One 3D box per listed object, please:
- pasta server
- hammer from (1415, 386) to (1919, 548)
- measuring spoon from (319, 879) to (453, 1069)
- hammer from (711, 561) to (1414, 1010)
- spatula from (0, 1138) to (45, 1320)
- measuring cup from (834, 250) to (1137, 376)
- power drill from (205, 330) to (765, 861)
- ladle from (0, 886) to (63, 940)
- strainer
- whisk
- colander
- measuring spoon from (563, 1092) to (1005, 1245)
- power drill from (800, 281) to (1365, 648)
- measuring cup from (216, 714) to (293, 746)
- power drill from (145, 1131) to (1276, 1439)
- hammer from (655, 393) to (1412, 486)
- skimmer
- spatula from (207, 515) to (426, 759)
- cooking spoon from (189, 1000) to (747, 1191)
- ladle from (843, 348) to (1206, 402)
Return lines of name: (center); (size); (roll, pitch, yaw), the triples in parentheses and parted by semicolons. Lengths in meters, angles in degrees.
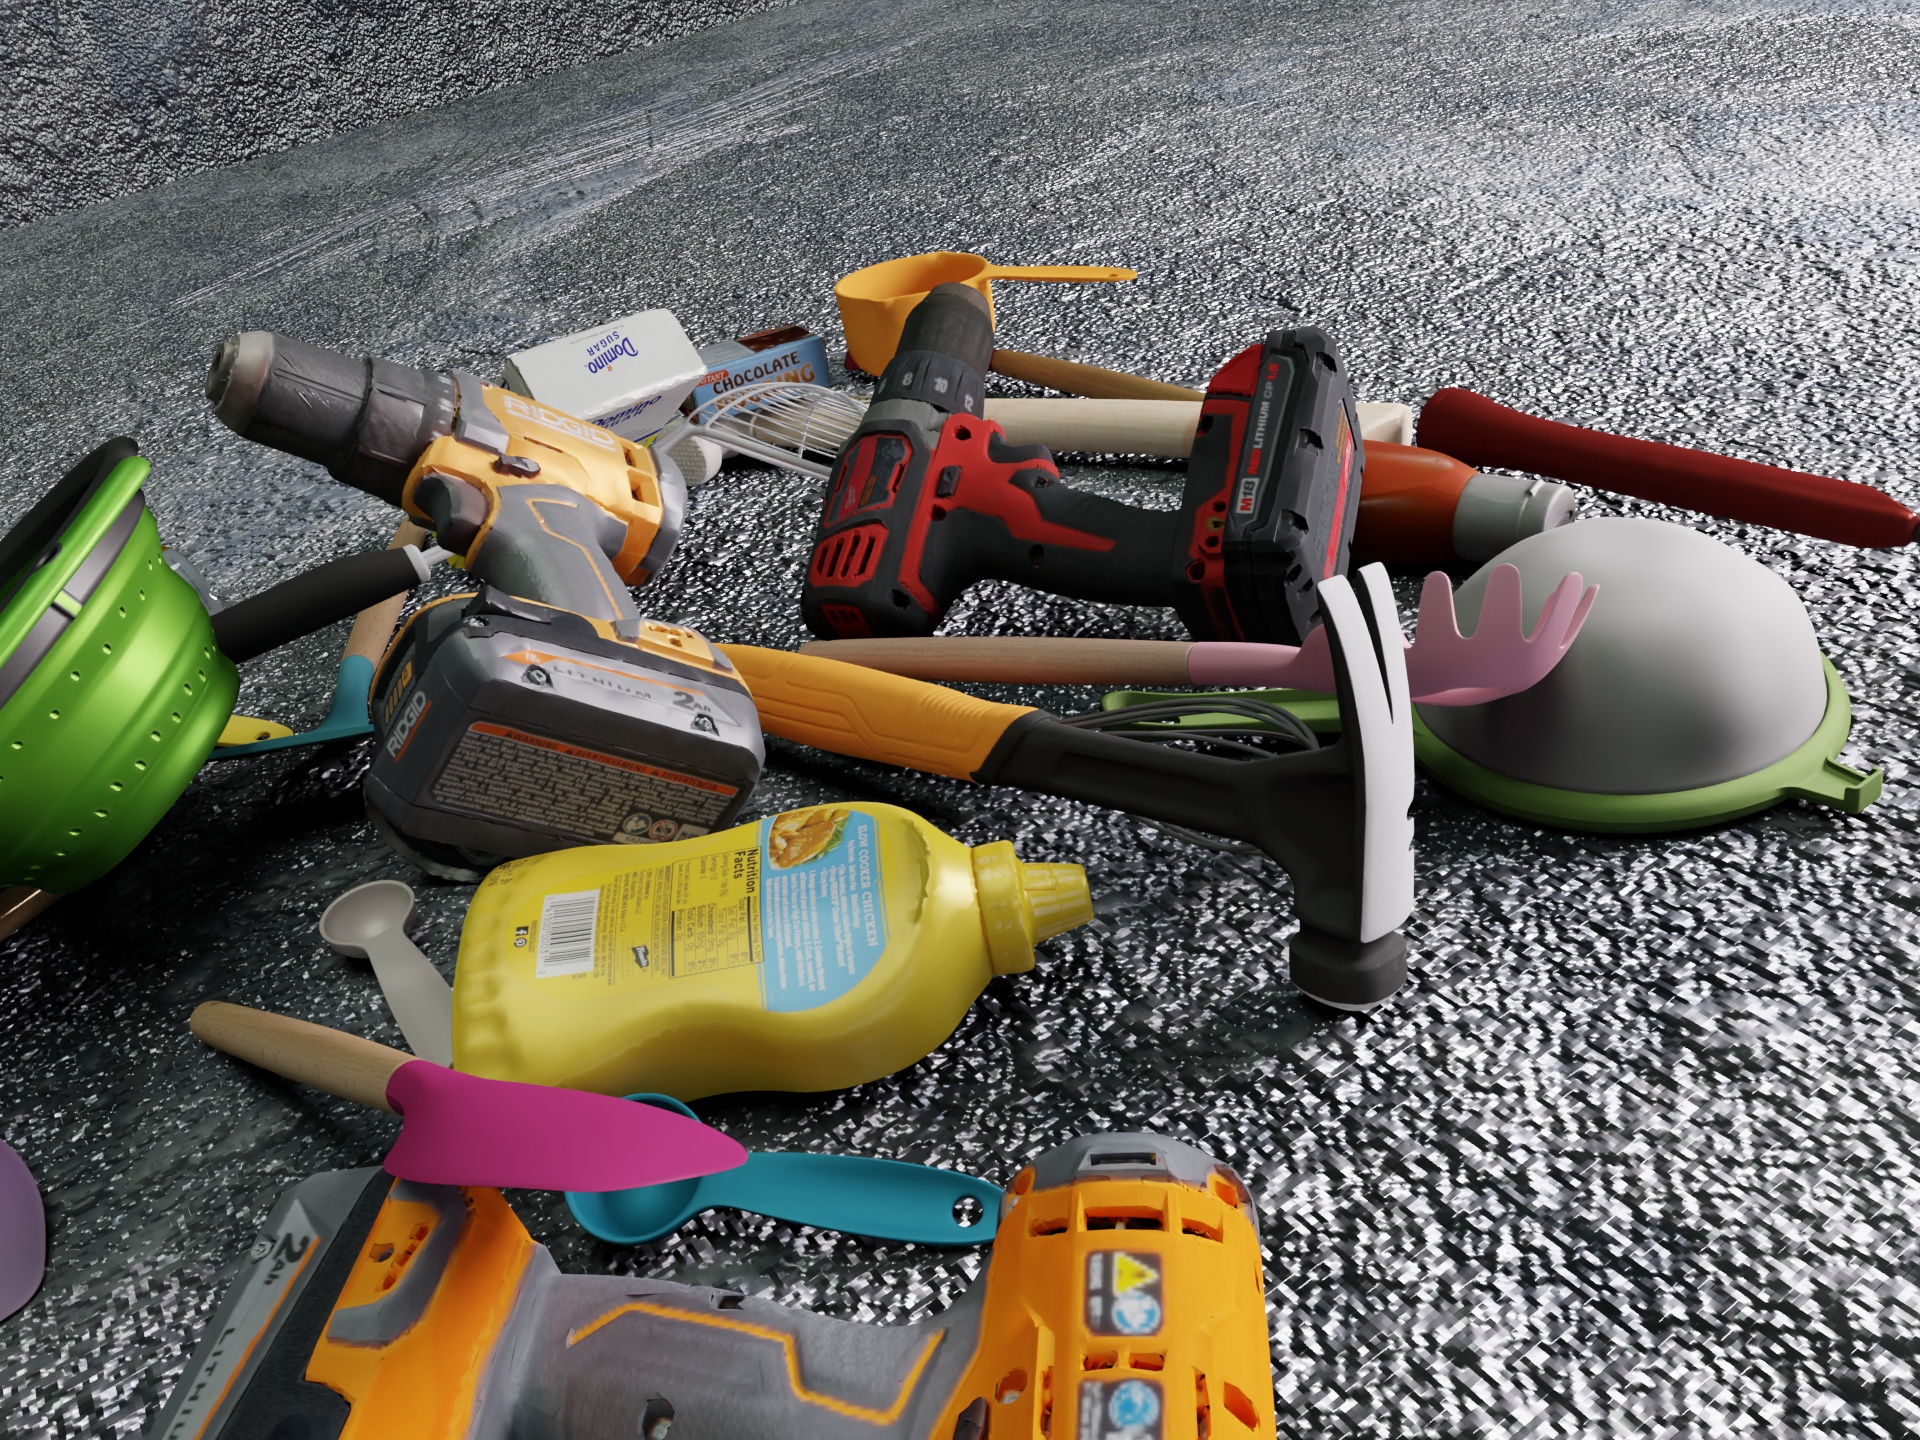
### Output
pasta server: (0.062, -0.028, 0.571); (0.316, 0.040, 0.060); (2, -4, 37)
hammer: (0.313, -0.082, 0.602); (0.149, 0.036, 0.359); (-5, 21, -33)
measuring spoon: (-0.188, 0.095, 0.549); (0.034, 0.018, 0.124); (-28, 41, -24)
hammer: (-0.001, -0.002, 0.554); (0.337, 0.127, 0.034); (11, 23, 42)
spatula: (-0.396, 0.106, 0.542); (0.316, 0.018, 0.060); (31, 48, 31)
measuring cup: (0.015, -0.225, 0.887); (0.174, 0.052, 0.095); (5, 32, 20)
power drill: (-0.176, -0.055, 0.578); (0.185, 0.084, 0.226); (18, 31, -35)
ladle: (-0.440, 0.131, 0.538); (0.078, 0.062, 0.320); (8, 34, 26)
strainer: (0.174, -0.028, 0.561); (0.256, 0.069, 0.152); (-3, 33, 12)
whisk: (0.032, 0.007, 0.581); (0.239, 0.055, 0.055); (9, 37, 39)
colander: (-0.408, 0.016, 0.657); (0.397, 0.094, 0.205); (-17, 43, 39)
measuring spoon: (-0.046, 0.131, 0.439); (0.128, 0.021, 0.042); (5, 59, 10)
power drill: (0.050, -0.113, 0.679); (0.227, 0.080, 0.188); (3, 63, 25)
measuring cup: (-0.386, 0.011, 0.748); (0.156, 0.029, 0.062); (5, 34, 6)
power drill: (-0.048, 0.165, 0.325); (0.226, 0.084, 0.164); (-3, 33, 8)
hammer: (0.037, -0.164, 0.861); (0.411, 0.038, 0.146); (8, 35, 29)
skimmer: (-0.186, -0.072, 0.751); (0.363, 0.090, 0.127); (-27, 23, -18)
spatula: (-0.293, -0.047, 0.781); (0.082, 0.044, 0.318); (-10, 30, -4)
cooking spoon: (-0.160, 0.097, 0.435); (0.068, 0.017, 0.319); (2, -4, -40)
ladle: (0.041, -0.206, 0.937); (0.069, 0.031, 0.316); (-35, 39, -31)
